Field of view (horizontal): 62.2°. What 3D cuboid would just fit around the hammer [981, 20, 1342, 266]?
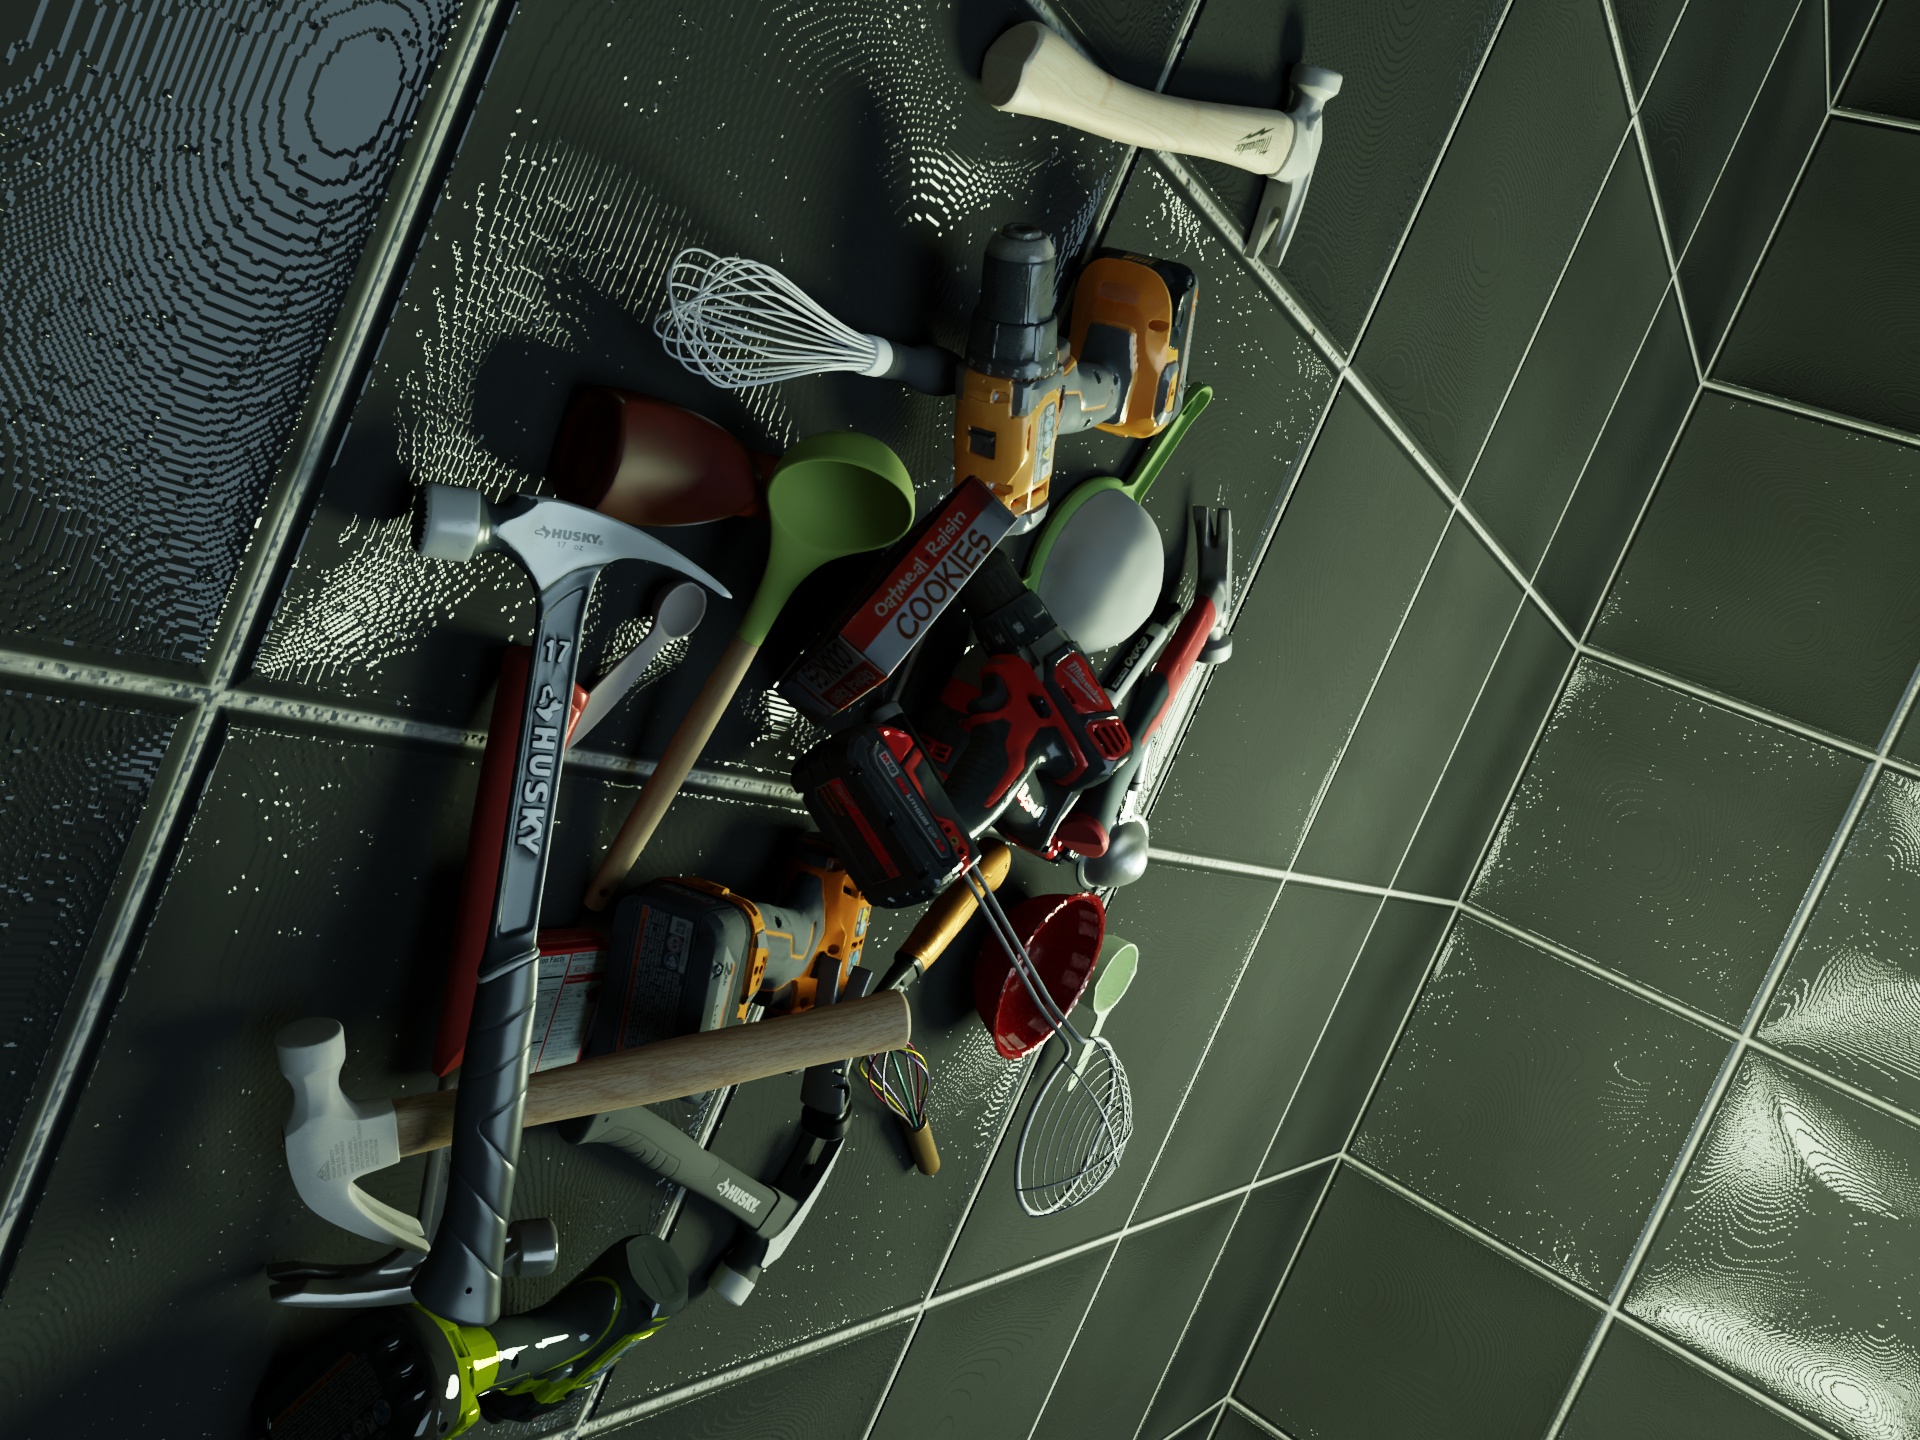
[{"bbox_3d":[0.141,-0.393,1.072,0.410,0.038,0.146,-16,127,-52],"label":"hammer"}]

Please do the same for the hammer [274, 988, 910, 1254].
[{"bbox_3d":[-0.180,0.193,0.844,0.331,0.031,0.130,-7,109,-26],"label":"hammer"}]

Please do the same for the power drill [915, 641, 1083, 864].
[{"bbox_3d":[0.047,0.017,1.204,0.143,0.079,0.219,-61,147,-6],"label":"power drill"}]

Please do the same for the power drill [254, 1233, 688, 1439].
[{"bbox_3d":[-0.285,0.387,0.936,0.171,0.080,0.223,-43,157,18],"label":"power drill"}]

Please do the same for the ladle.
[{"bbox_3d":[-0.127,-0.018,0.869,0.078,0.062,0.320,25,107,-26],"label":"ladle"}]

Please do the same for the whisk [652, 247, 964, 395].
[{"bbox_3d":[-0.067,-0.203,0.872,0.284,0.070,0.070,-8,119,-61],"label":"whisk"}]

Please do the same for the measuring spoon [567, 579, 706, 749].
[{"bbox_3d":[-0.186,-0.030,0.863,0.124,0.018,0.034,-49,148,-11],"label":"measuring spoon"}]

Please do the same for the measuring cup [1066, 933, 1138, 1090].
[{"bbox_3d":[0.123,0.286,1.567,0.083,0.038,0.167,-5,119,-56],"label":"measuring cup"}]

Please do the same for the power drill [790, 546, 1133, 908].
[{"bbox_3d":[-0.002,-0.003,1.038,0.227,0.080,0.188,-36,97,-37],"label":"power drill"}]

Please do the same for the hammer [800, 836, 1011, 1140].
[{"bbox_3d":[-0.028,0.155,1.134,0.337,0.034,0.127,-44,147,-62],"label":"hammer"}]

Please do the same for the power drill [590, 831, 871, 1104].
[{"bbox_3d":[-0.131,0.163,0.994,0.226,0.084,0.164,-8,111,-67],"label":"power drill"}]

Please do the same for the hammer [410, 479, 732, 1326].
[{"bbox_3d":[-0.210,0.098,0.767,0.149,0.036,0.409,6,98,-30],"label":"hammer"}]

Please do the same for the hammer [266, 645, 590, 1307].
[{"bbox_3d":[-0.259,0.137,0.825,0.149,0.037,0.359,5,104,-31],"label":"hammer"}]

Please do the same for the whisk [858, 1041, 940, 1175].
[{"bbox_3d":[-0.046,0.327,1.337,0.047,0.051,0.244,-29,144,-14],"label":"whisk"}]

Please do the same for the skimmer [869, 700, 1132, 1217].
[{"bbox_3d":[0.013,0.162,1.091,0.090,0.363,0.127,-31,177,40],"label":"skimmer"}]

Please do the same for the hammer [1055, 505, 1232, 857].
[{"bbox_3d":[0.151,-0.030,1.237,0.386,0.038,0.143,-54,145,-51],"label":"hammer"}]

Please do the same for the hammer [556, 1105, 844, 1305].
[{"bbox_3d":[-0.182,0.305,1.103,0.146,0.035,0.334,-54,149,-16],"label":"hammer"}]

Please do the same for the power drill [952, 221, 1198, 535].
[{"bbox_3d":[0.071,-0.238,1.011,0.226,0.084,0.185,-40,143,-46],"label":"power drill"}]

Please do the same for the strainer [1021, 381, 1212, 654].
[{"bbox_3d":[0.142,-0.149,1.226,0.256,0.069,0.151,-57,150,-9],"label":"strainer"}]

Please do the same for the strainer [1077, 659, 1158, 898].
[{"bbox_3d":[0.157,0.065,1.448,0.087,0.050,0.258,-11,120,-37],"label":"strainer"}]
